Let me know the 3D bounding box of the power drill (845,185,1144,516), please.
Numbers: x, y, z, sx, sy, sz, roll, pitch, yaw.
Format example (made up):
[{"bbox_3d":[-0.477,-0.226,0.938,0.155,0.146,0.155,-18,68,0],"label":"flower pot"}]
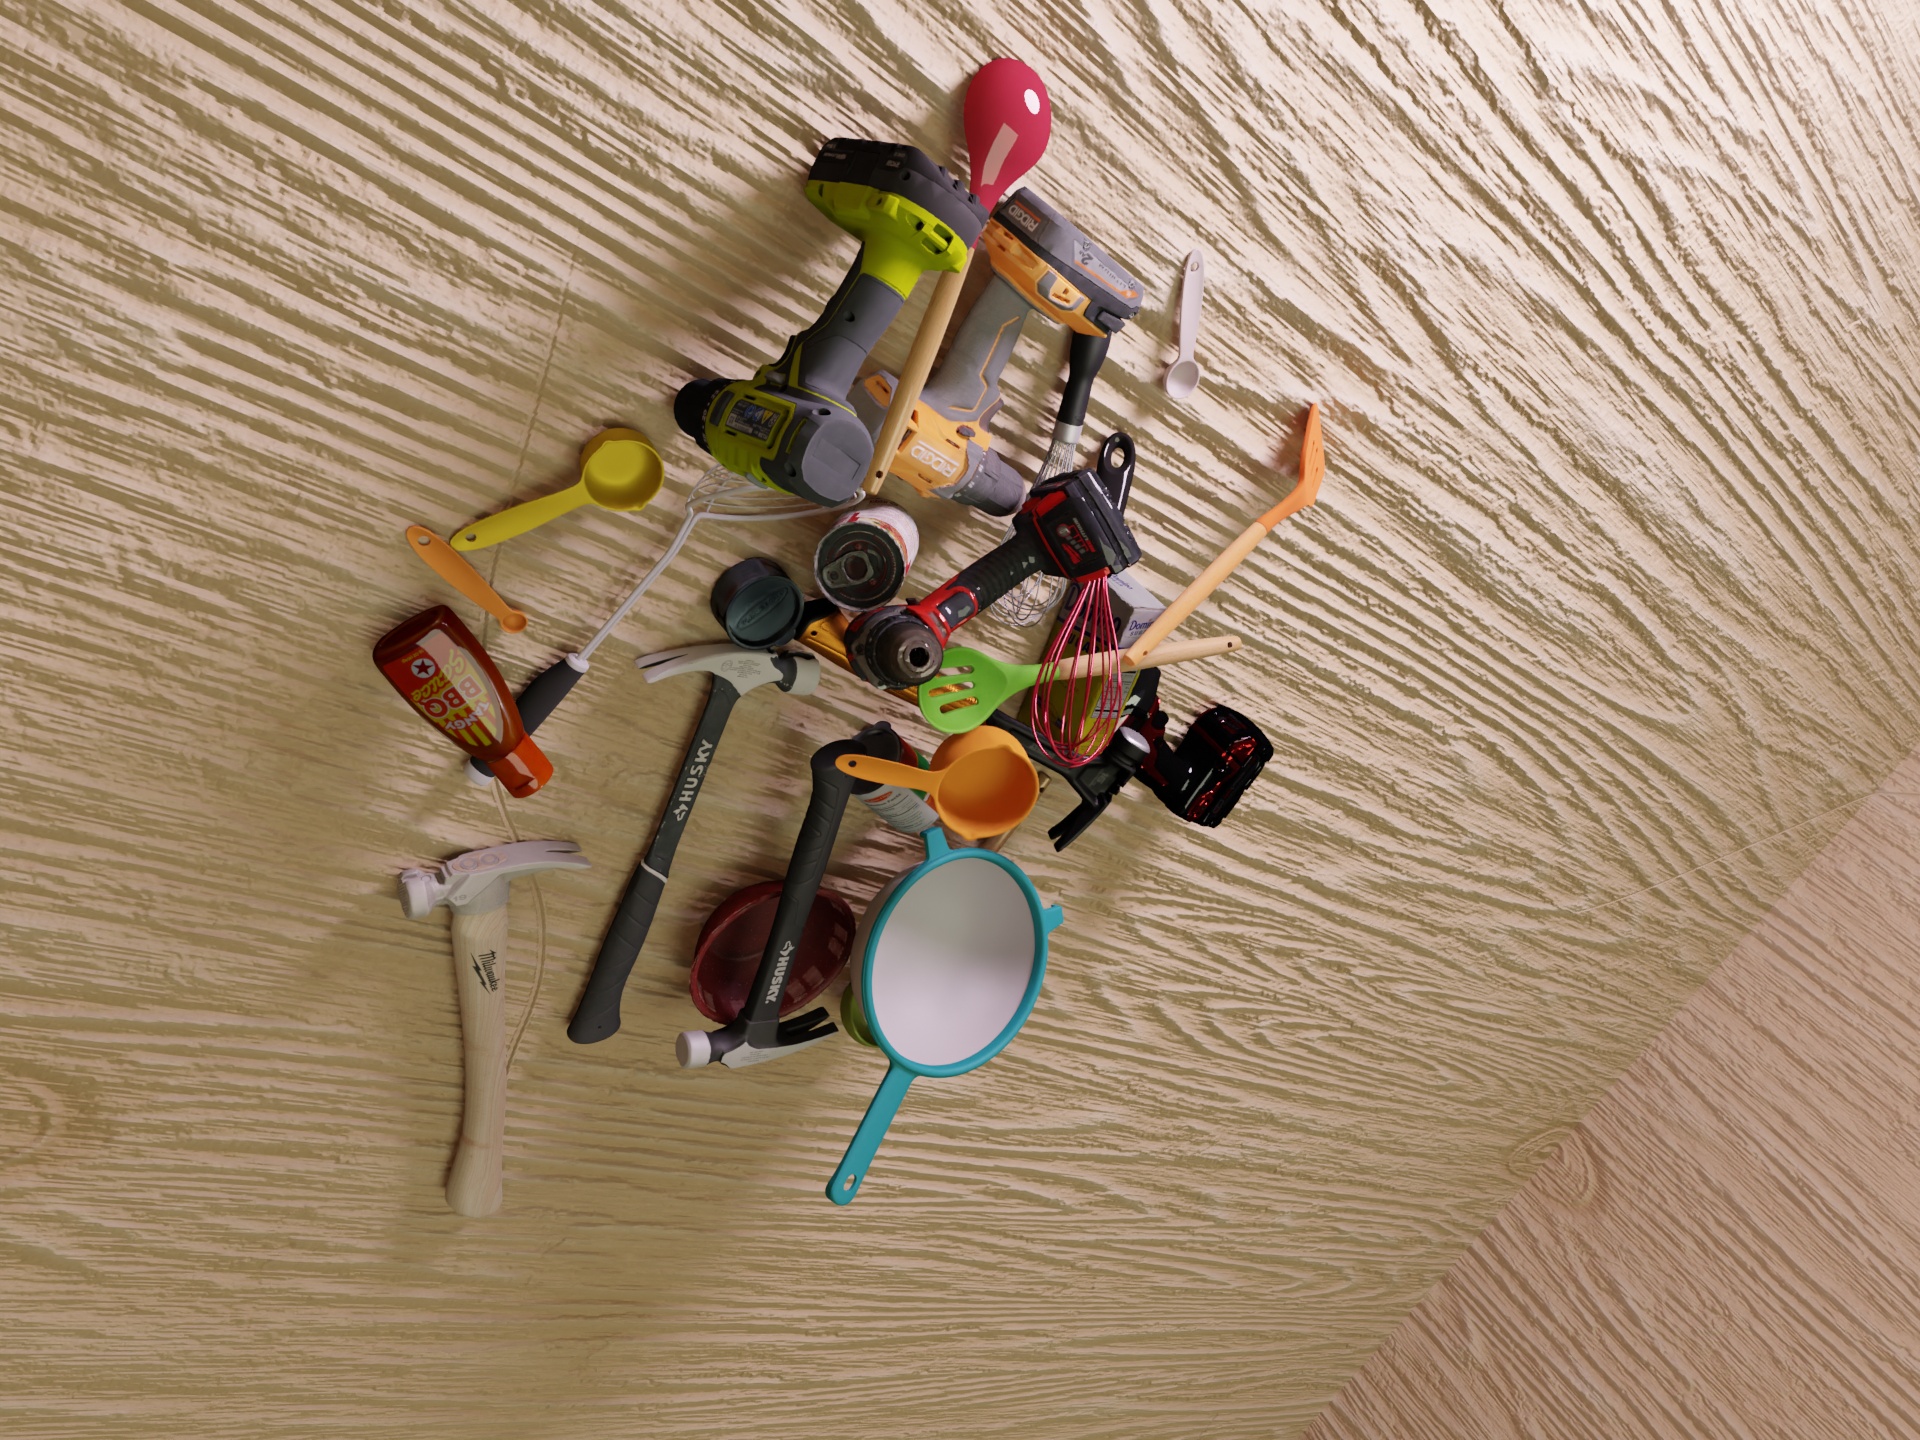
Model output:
[{"bbox_3d":[0.036,-0.262,1.204,0.226,0.084,0.185,-50,139,15],"label":"power drill"}]

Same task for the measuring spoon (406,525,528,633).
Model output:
[{"bbox_3d":[-0.345,-0.100,1.113,0.021,0.011,0.116,-32,134,8],"label":"measuring spoon"}]

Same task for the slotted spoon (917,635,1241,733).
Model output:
[{"bbox_3d":[0.102,-0.043,1.331,0.313,0.031,0.070,-10,99,-24],"label":"slotted spoon"}]

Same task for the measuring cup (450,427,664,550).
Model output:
[{"bbox_3d":[-0.282,-0.158,1.106,0.156,0.029,0.062,-23,135,-3],"label":"measuring cup"}]

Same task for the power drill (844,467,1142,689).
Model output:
[{"bbox_3d":[0.019,-0.096,1.187,0.226,0.188,0.080,-33,101,-7],"label":"power drill"}]

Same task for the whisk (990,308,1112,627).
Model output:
[{"bbox_3d":[0.080,-0.206,1.298,0.070,0.070,0.284,-3,120,-34],"label":"whisk"}]

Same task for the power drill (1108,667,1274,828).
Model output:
[{"bbox_3d":[0.197,0.015,1.542,0.219,0.079,0.143,23,108,-41],"label":"power drill"}]

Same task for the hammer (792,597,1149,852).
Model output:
[{"bbox_3d":[-0.002,-0.004,1.340,0.336,0.034,0.127,29,110,-26],"label":"hammer"}]

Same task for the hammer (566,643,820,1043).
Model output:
[{"bbox_3d":[-0.254,0.110,1.326,0.149,0.036,0.408,7,119,-37],"label":"hammer"}]

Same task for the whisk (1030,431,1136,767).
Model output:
[{"bbox_3d":[0.109,-0.102,1.296,0.073,0.073,0.296,28,66,-45],"label":"whisk"}]

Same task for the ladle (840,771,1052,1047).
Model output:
[{"bbox_3d":[-0.008,0.184,1.544,0.078,0.062,0.320,32,99,-39],"label":"ladle"}]

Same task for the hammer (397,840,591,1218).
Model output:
[{"bbox_3d":[-0.397,0.275,1.356,0.146,0.038,0.410,-11,129,-30],"label":"hammer"}]

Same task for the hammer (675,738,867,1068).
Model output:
[{"bbox_3d":[-0.138,0.162,1.366,0.146,0.035,0.334,0,122,-35],"label":"hammer"}]

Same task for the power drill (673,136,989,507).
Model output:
[{"bbox_3d":[-0.096,-0.263,1.053,0.080,0.191,0.228,28,91,-43],"label":"power drill"}]

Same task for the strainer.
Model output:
[{"bbox_3d":[-0.055,0.270,1.456,0.210,0.095,0.340,36,76,-36],"label":"strainer"}]

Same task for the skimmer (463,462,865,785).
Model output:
[{"bbox_3d":[-0.223,-0.067,1.165,0.363,0.090,0.127,-47,170,9],"label":"skimmer"}]

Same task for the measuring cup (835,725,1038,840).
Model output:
[{"bbox_3d":[-0.022,0.039,1.310,0.173,0.052,0.095,12,116,-17],"label":"measuring cup"}]

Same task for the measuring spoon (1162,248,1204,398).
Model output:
[{"bbox_3d":[0.183,-0.326,1.305,0.034,0.018,0.124,-13,123,-27],"label":"measuring spoon"}]

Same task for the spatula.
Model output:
[{"bbox_3d":[0.240,-0.155,1.388,0.322,0.041,0.080,-44,138,-23],"label":"spatula"}]

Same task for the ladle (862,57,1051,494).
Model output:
[{"bbox_3d":[-0.008,-0.307,1.108,0.069,0.031,0.315,18,97,-27],"label":"ladle"}]
